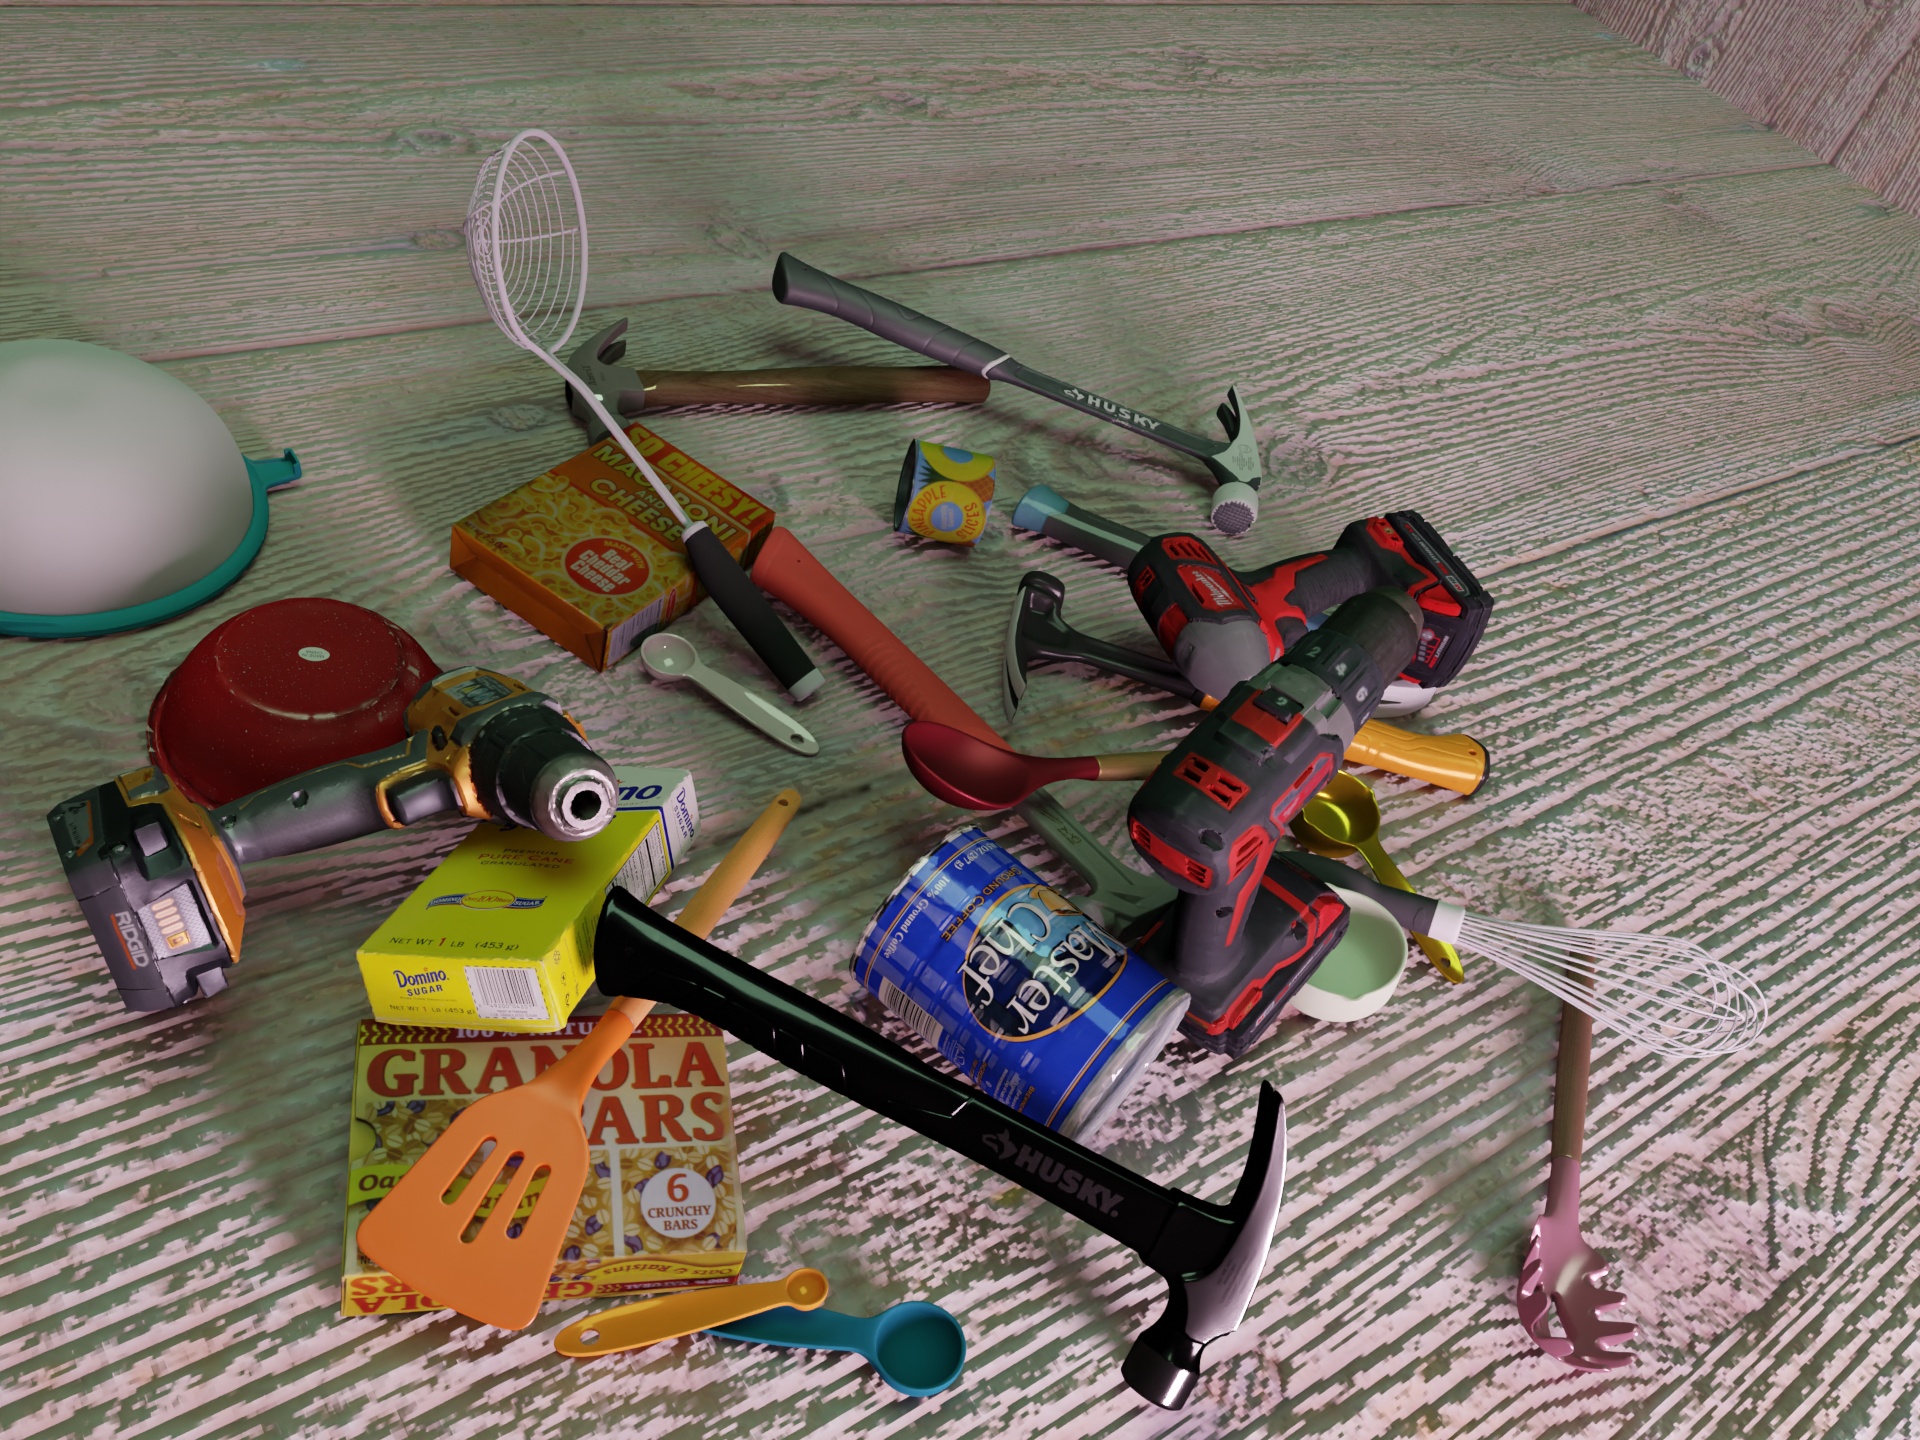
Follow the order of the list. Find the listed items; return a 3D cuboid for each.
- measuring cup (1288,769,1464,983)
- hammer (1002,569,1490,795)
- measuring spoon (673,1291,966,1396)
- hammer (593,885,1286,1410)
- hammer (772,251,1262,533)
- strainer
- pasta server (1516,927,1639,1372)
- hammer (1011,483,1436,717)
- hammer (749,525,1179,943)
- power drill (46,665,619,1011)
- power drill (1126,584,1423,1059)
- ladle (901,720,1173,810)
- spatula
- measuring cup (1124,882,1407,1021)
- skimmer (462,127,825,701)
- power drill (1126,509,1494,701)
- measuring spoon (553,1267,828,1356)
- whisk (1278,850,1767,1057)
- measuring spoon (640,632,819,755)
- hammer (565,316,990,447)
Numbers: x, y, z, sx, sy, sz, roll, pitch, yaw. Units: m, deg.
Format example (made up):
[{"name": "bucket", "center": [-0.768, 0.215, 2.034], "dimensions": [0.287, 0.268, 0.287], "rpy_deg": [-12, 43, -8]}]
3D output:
[{"name": "measuring cup", "center": [0.257, 0.100, 0.986], "dimensions": [0.062, 0.029, 0.157], "rpy_deg": [-19, 67, -31]}, {"name": "hammer", "center": [0.192, -0.007, 1.056], "dimensions": [0.337, 0.034, 0.127], "rpy_deg": [17, 42, -4]}, {"name": "measuring spoon", "center": [-0.062, 0.270, 0.694], "dimensions": [0.128, 0.021, 0.042], "rpy_deg": [9, 38, 1]}, {"name": "hammer", "center": [-0.012, 0.164, 0.706], "dimensions": [0.334, 0.146, 0.035], "rpy_deg": [29, -1, -2]}, {"name": "hammer", "center": [0.048, -0.272, 1.233], "dimensions": [0.409, 0.036, 0.149], "rpy_deg": [21, 47, -8]}, {"name": "strainer", "center": [-0.513, -0.108, 0.846], "dimensions": [0.211, 0.095, 0.341], "rpy_deg": [17, 41, -4]}, {"name": "pasta server", "center": [0.341, 0.221, 0.877], "dimensions": [0.060, 0.040, 0.316], "rpy_deg": [34, 42, -3]}, {"name": "hammer", "center": [0.195, -0.093, 1.147], "dimensions": [0.331, 0.033, 0.128], "rpy_deg": [23, 41, 4]}, {"name": "hammer", "center": [-0.002, -0.003, 0.971], "dimensions": [0.149, 0.036, 0.359], "rpy_deg": [-18, 53, -44]}, {"name": "power drill", "center": [-0.276, 0.047, 0.723], "dimensions": [0.226, 0.084, 0.185], "rpy_deg": [-24, 24, -28]}, {"name": "power drill", "center": [0.158, 0.050, 0.802], "dimensions": [0.080, 0.226, 0.188], "rpy_deg": [34, 62, 27]}, {"name": "ladle", "center": [0.098, 0.026, 0.940], "dimensions": [0.315, 0.031, 0.069], "rpy_deg": [-1, 41, -34]}, {"name": "spatula", "center": [-0.148, 0.130, 0.740], "dimensions": [0.081, 0.041, 0.323], "rpy_deg": [24, 37, 7]}, {"name": "measuring cup", "center": [0.168, 0.138, 0.906], "dimensions": [0.167, 0.038, 0.083], "rpy_deg": [-3, 46, 0]}, {"name": "skimmer", "center": [-0.176, -0.180, 0.955], "dimensions": [0.363, 0.090, 0.127], "rpy_deg": [53, 14, -2]}, {"name": "power drill", "center": [0.232, -0.069, 1.056], "dimensions": [0.219, 0.078, 0.143], "rpy_deg": [-8, 49, -23]}, {"name": "measuring spoon", "center": [-0.114, 0.255, 0.680], "dimensions": [0.117, 0.011, 0.021], "rpy_deg": [-8, 36, -13]}, {"name": "whisk", "center": [0.313, 0.126, 0.918], "dimensions": [0.285, 0.070, 0.070], "rpy_deg": [18, 41, 18]}, {"name": "measuring spoon", "center": [-0.139, -0.011, 0.953], "dimensions": [0.124, 0.018, 0.034], "rpy_deg": [33, 43, 3]}, {"name": "hammer", "center": [-0.129, -0.250, 1.185], "dimensions": [0.331, 0.031, 0.130], "rpy_deg": [-8, 50, -28]}]
